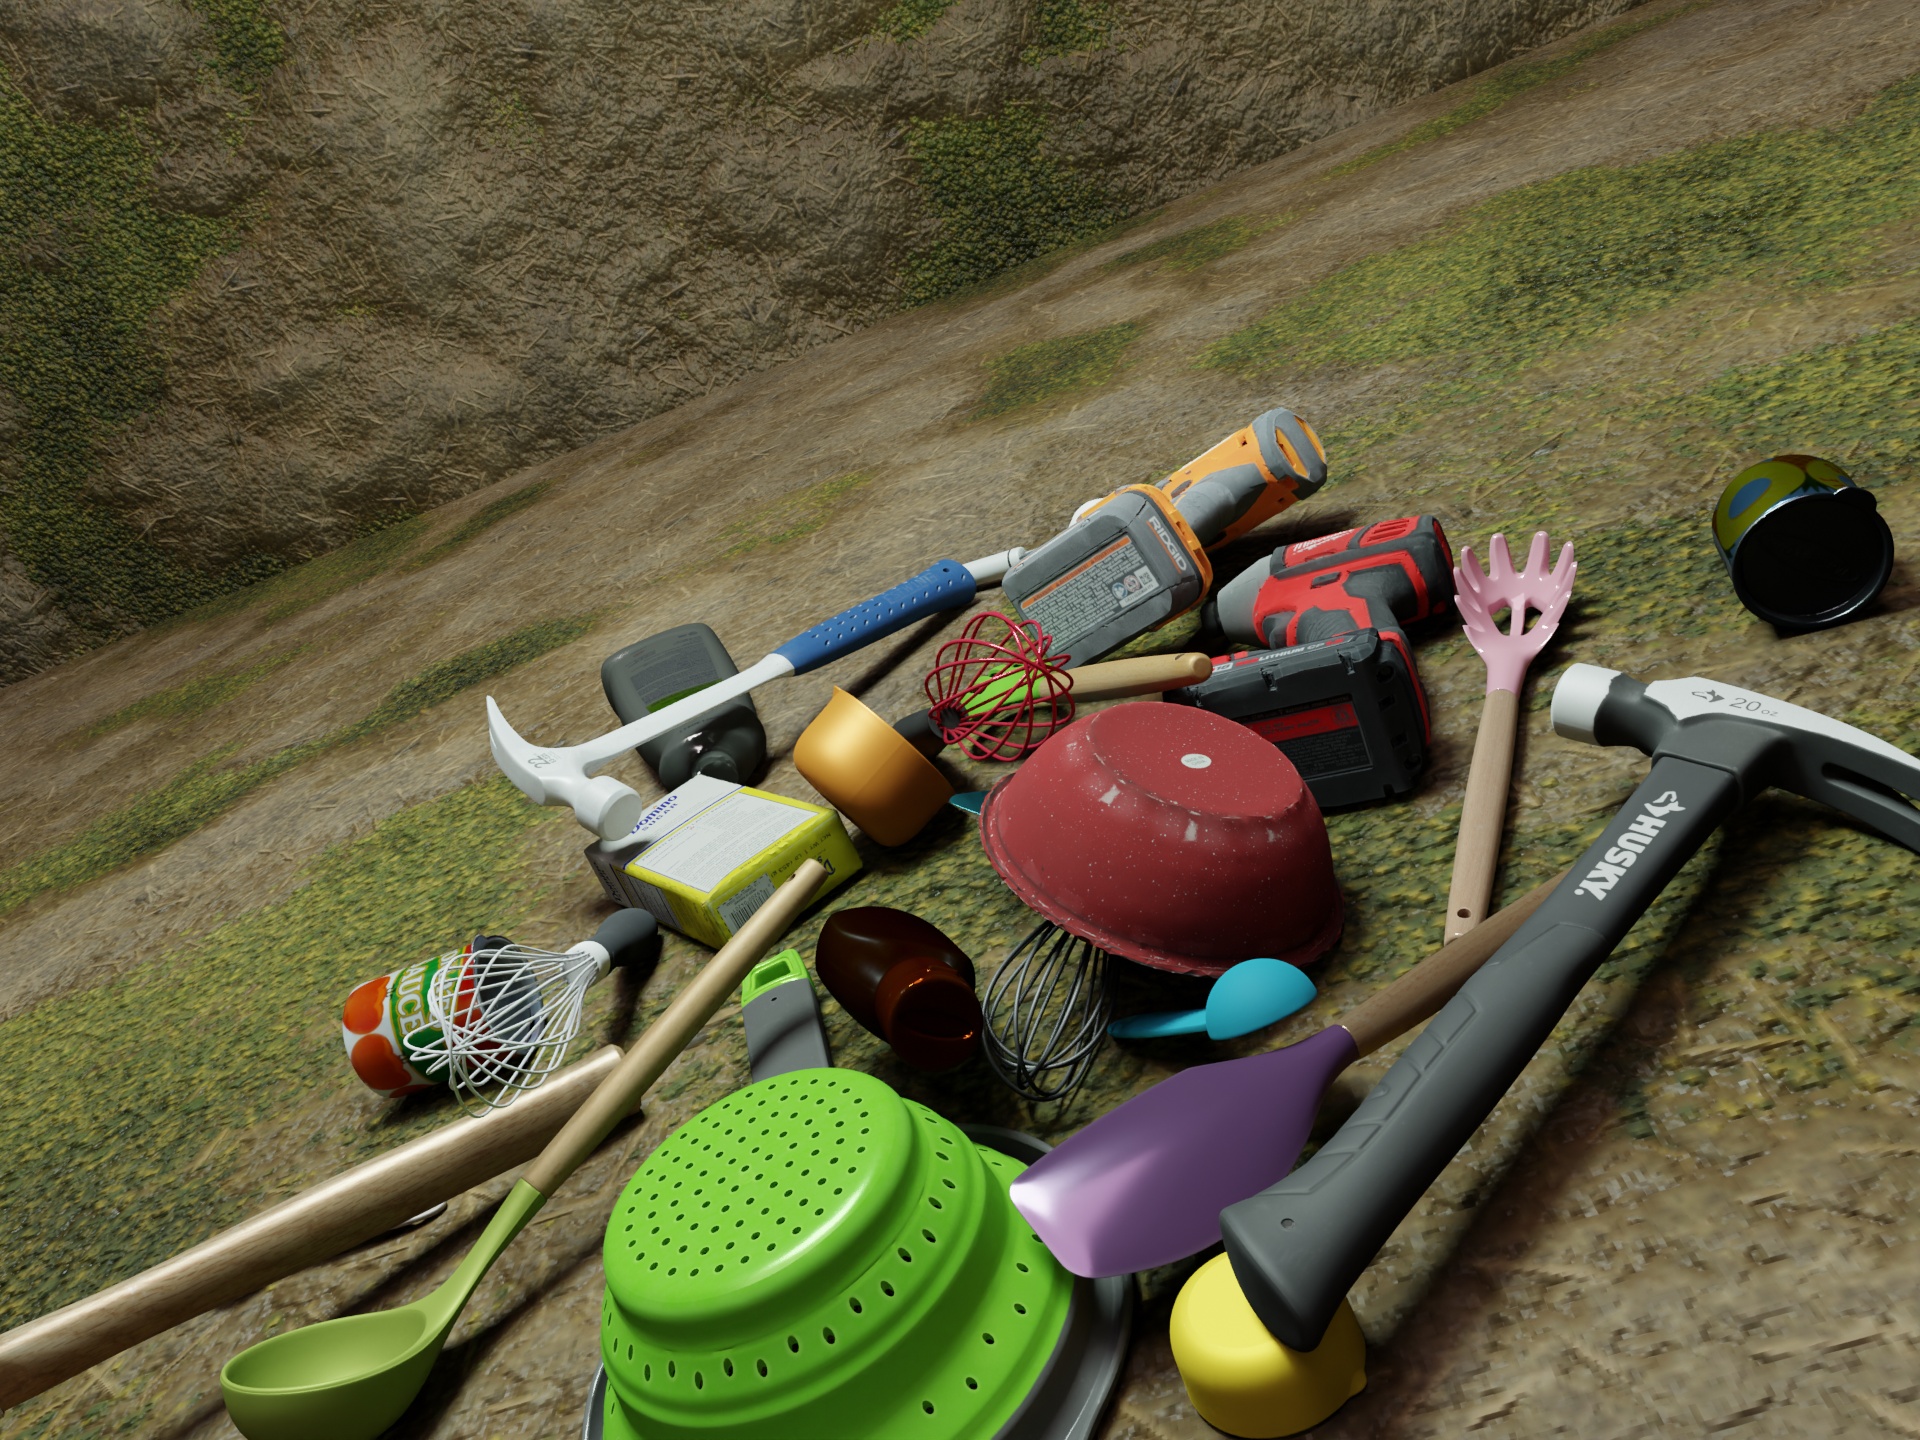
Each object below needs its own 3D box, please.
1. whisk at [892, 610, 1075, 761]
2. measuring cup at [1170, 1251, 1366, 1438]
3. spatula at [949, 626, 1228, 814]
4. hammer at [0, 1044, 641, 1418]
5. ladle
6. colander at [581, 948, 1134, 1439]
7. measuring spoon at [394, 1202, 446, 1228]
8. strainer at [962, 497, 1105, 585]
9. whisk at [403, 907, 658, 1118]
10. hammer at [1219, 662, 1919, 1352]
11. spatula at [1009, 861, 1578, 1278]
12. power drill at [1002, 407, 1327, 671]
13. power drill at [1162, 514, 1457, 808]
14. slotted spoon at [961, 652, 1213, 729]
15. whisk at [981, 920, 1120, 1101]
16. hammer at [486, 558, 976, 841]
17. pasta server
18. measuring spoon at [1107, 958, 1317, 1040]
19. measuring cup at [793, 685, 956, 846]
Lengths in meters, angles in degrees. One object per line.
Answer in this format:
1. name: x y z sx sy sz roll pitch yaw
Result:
1. whisk: -0.001 -0.003 0.860 0.073 0.073 0.296 -31 0 -16
2. measuring cup: 0.119 0.157 0.513 0.062 0.029 0.156 -2 33 43
3. spatula: 0.105 -0.010 0.888 0.082 0.044 0.317 17 39 25
4. hammer: -0.296 0.229 0.691 0.331 0.130 0.031 -22 19 -25
5. ladle: -0.170 0.169 0.672 0.320 0.062 0.078 -49 20 -24
6. colander: -0.069 0.160 0.612 0.204 0.094 0.397 -25 22 -3
7. measuring spoon: -0.302 0.249 0.760 0.124 0.018 0.034 -15 23 5
8. strainer: 0.050 -0.125 1.210 0.258 0.050 0.087 -14 38 31
9. whisk: -0.195 0.129 0.784 0.070 0.070 0.284 -22 1 5
10. hammer: 0.201 0.084 0.534 0.146 0.035 0.335 19 44 42
11. spatula: 0.158 0.104 0.568 0.316 0.018 0.060 -26 44 -24
12. power drill: 0.125 -0.114 1.025 0.164 0.084 0.226 -31 5 44
13. power drill: 0.181 -0.037 0.834 0.143 0.078 0.220 -13 22 26
14. slotted spoon: 0.060 -0.019 0.848 0.070 0.031 0.314 -34 8 -15
15. whisk: 0.061 0.074 0.710 0.055 0.055 0.239 -11 29 29
16. hammer: -0.135 -0.037 1.085 0.144 0.035 0.405 25 36 31
17. pasta server: 0.247 -0.001 0.733 0.060 0.040 0.316 0 32 24
18. measuring spoon: 0.088 0.107 0.612 0.042 0.021 0.128 -22 -3 -28
19. measuring cup: -0.059 0.033 0.935 0.052 0.095 0.173 -48 5 -9
